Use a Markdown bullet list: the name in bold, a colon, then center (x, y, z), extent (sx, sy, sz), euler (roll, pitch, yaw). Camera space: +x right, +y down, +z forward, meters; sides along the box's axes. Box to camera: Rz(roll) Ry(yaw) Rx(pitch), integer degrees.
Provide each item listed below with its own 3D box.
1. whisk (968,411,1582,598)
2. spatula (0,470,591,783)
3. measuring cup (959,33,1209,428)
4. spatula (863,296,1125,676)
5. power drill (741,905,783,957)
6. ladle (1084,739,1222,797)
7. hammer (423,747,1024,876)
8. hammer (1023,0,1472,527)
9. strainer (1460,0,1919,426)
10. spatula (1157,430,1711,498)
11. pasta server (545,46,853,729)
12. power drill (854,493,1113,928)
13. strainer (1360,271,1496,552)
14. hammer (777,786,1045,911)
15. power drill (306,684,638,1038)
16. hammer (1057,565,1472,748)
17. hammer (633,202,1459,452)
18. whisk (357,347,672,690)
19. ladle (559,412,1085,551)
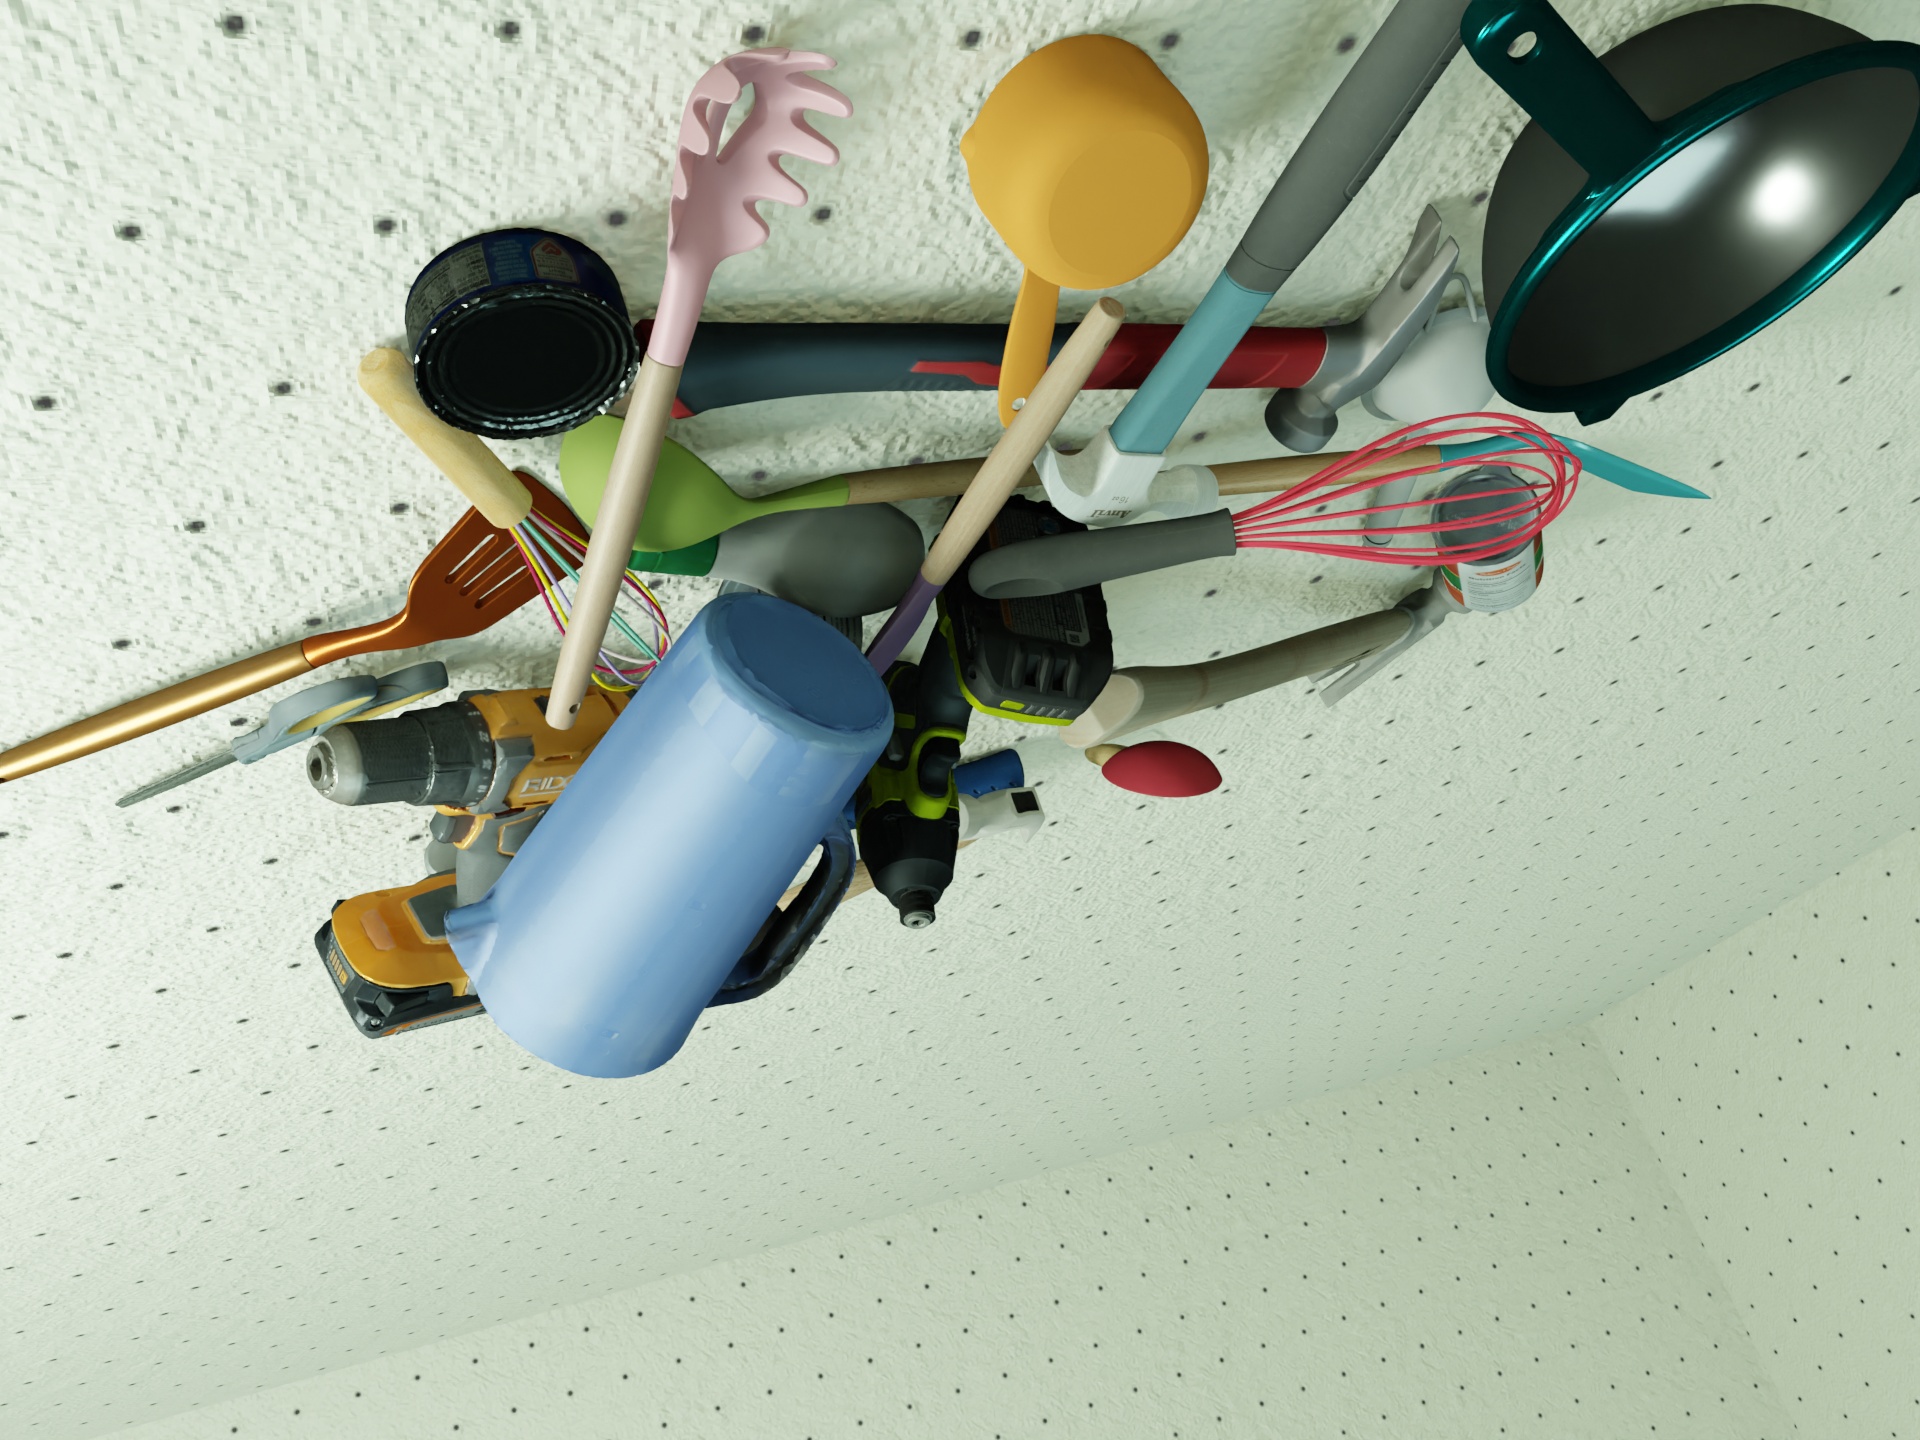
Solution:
- **whisk**: center (0.149, -0.095, 0.764), extent (0.296, 0.073, 0.073), euler (-10, 155, 3)
- **spatula**: center (-0.331, -0.032, 0.760), extent (0.322, 0.041, 0.081), euler (-19, 153, 8)
- **measuring cup**: center (0.045, -0.180, 0.642), extent (0.095, 0.052, 0.173), euler (-7, 134, -21)
- **spatula**: center (-0.001, -0.085, 0.748), extent (0.060, 0.018, 0.315), euler (-44, 175, -39)
- **power drill**: center (-0.150, 0.083, 0.996), extent (0.164, 0.084, 0.226), euler (0, 135, -31)
- **ladle**: center (0.109, 0.026, 1.037), extent (0.069, 0.031, 0.315), euler (1, 180, -4)
- **hammer**: center (-0.151, 0.081, 1.096), extent (0.405, 0.035, 0.144), euler (-12, 153, -16)
- **hammer**: center (0.131, -0.197, 0.669), extent (0.128, 0.033, 0.331), euler (-4, 147, -32)
- **strainer**: center (0.273, -0.248, 0.668), extent (0.211, 0.095, 0.340), euler (-38, 151, 31)
- **spatula**: center (0.233, -0.128, 0.859), extent (0.317, 0.044, 0.082), euler (-5, -169, 1)
- **pasta server**: center (-0.120, -0.116, 0.629), extent (0.060, 0.040, 0.316), euler (-15, 140, -46)
- **power drill**: center (-0.001, -0.003, 0.883), extent (0.080, 0.171, 0.223), euler (9, 141, -21)
- **strainer**: center (0.263, -0.157, 0.918), extent (0.087, 0.050, 0.258), euler (-14, 158, -3)
- **hammer**: center (-0.074, 0.114, 1.165), extent (0.331, 0.031, 0.130), euler (-27, 166, 37)
- **power drill**: center (-0.286, 0.074, 0.876), extent (0.185, 0.084, 0.226), euler (-6, 137, -47)
- **hammer**: center (0.188, -0.029, 1.002), extent (0.410, 0.038, 0.146), euler (-15, 159, -48)
- **hammer**: center (0.046, -0.176, 0.722), extent (0.386, 0.038, 0.143), euler (-6, 150, -26)
- **whisk**: center (-0.192, -0.080, 0.717), extent (0.047, 0.051, 0.244), euler (-36, 147, -2)
- **ladle**: center (-0.037, -0.126, 0.767), extent (0.320, 0.062, 0.078), euler (-12, -176, -33)
